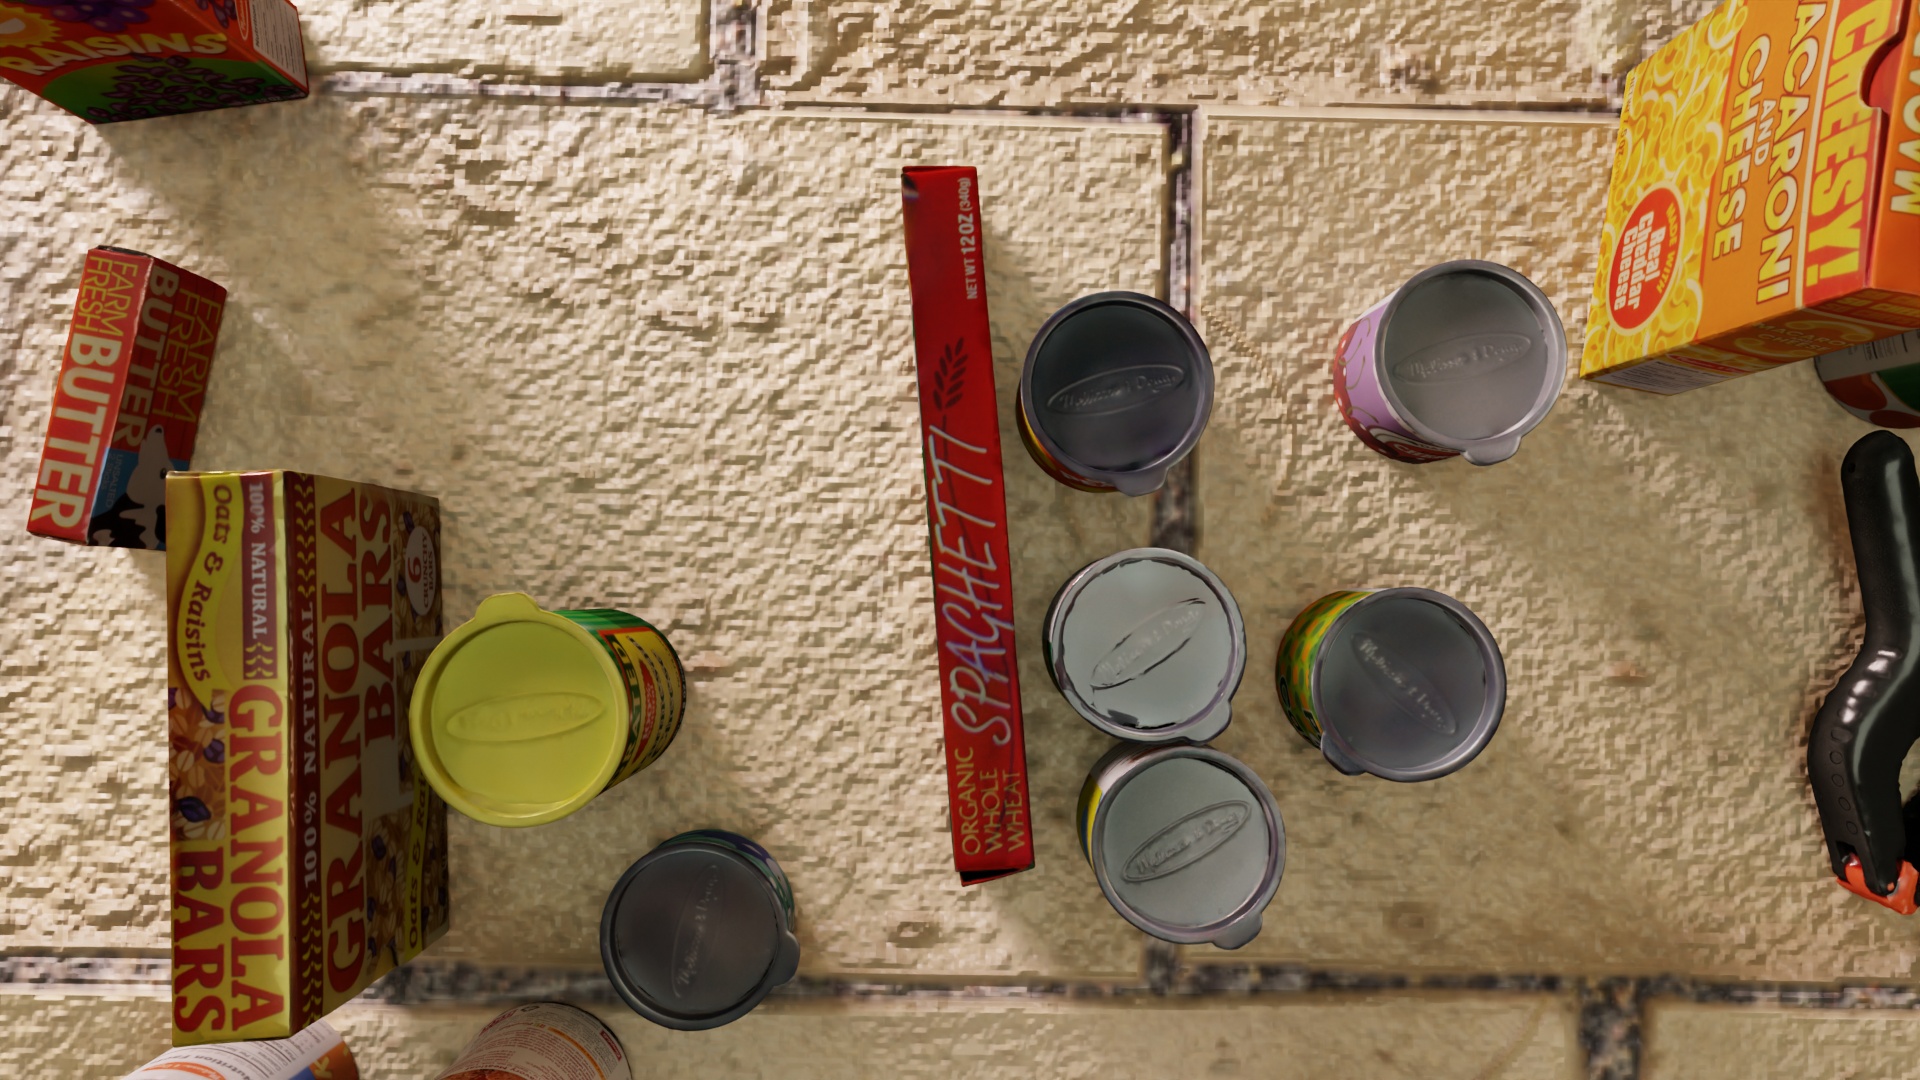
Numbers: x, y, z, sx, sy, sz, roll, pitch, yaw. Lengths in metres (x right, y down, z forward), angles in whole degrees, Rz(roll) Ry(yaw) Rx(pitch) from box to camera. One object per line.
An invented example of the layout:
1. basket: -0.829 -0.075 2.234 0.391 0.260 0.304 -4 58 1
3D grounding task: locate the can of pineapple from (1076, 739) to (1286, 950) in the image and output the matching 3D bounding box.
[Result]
1. can of pineapple: 0.076 0.105 0.493 0.071 0.058 0.071 0 88 -1

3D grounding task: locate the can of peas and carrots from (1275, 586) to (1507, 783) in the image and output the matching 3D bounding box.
1. can of peas and carrots: 0.149 0.051 0.496 0.071 0.058 0.071 0 88 -1

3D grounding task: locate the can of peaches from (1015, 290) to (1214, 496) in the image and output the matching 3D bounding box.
1. can of peaches: 0.054 -0.049 0.499 0.071 0.058 0.071 0 88 -1

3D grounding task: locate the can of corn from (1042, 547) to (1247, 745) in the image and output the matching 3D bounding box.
1. can of corn: 0.065 0.039 0.495 0.071 0.058 0.071 0 88 -1

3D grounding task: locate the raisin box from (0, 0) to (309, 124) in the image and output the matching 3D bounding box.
1. raisin box: -0.292 -0.182 0.469 0.086 0.123 0.040 -7 88 -1

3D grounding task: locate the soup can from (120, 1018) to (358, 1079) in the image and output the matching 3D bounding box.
1. soup can: -0.254 0.205 0.471 0.071 0.084 0.071 0 88 -1

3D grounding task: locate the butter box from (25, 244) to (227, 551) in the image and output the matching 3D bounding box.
1. butter box: -0.297 -0.049 0.498 0.024 0.053 0.103 11 87 0

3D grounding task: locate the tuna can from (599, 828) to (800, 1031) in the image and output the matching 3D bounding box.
1. tuna can: -0.091 0.140 0.502 0.071 0.033 0.071 0 87 -1

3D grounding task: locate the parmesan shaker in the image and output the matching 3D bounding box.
1. parmesan shaker: -0.134 0.053 0.470 0.071 0.103 0.071 0 88 -1

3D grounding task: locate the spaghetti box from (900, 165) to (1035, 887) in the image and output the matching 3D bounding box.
1. spaghetti box: 0.002 -0.006 0.501 0.029 0.050 0.250 -5 87 -1

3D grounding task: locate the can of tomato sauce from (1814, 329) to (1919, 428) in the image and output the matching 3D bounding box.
1. can of tomato sauce: 0.361 -0.075 0.492 0.071 0.083 0.071 0 88 -1

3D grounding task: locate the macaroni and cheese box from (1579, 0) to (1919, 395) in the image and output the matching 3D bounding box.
1. macaroni and cheese box: 0.265 -0.120 0.451 0.040 0.166 0.123 10 88 0

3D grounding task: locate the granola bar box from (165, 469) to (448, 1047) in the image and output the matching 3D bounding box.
1. granola bar box: -0.209 0.063 0.458 0.039 0.124 0.165 -2 88 -1

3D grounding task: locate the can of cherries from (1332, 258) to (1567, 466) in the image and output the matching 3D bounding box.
1. can of cherries: 0.174 -0.060 0.501 0.071 0.058 0.071 0 88 -1
